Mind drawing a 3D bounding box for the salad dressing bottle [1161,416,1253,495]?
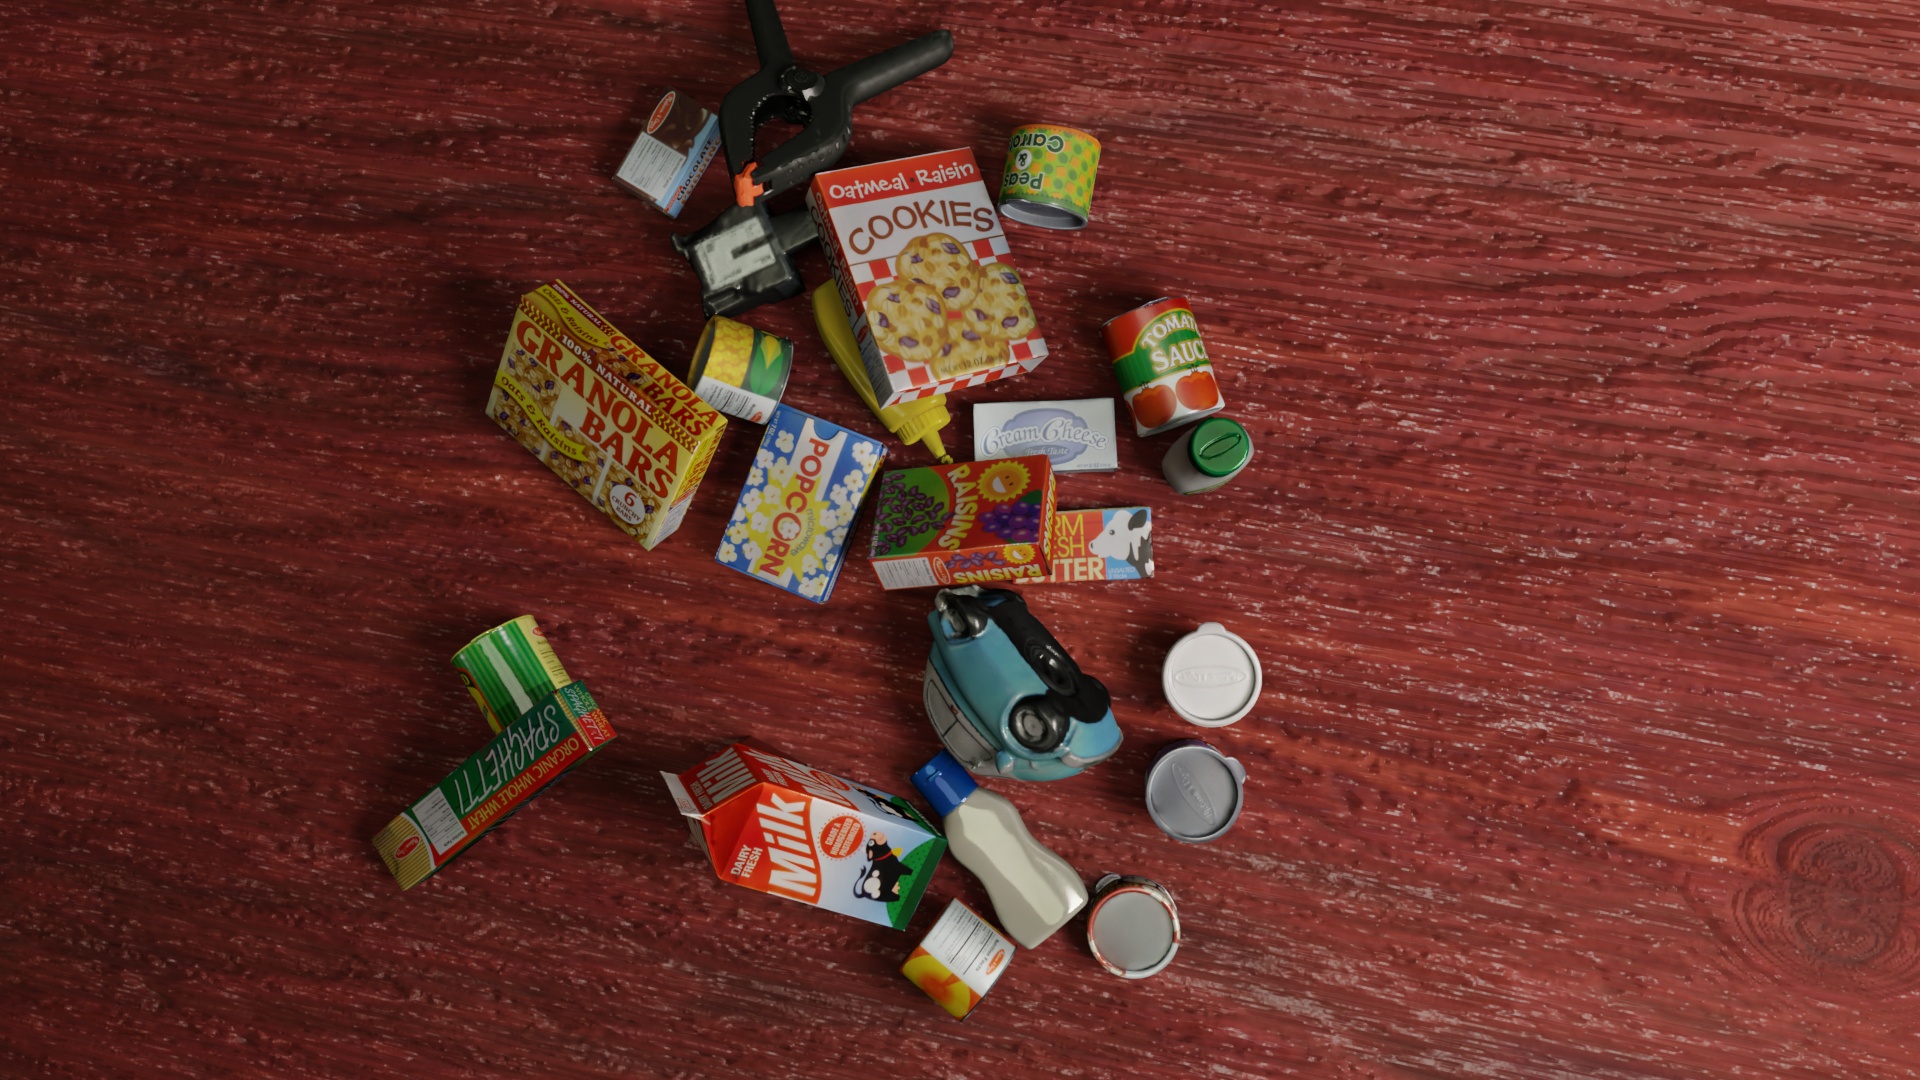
[{"bbox_3d":[0.169,-0.058,0.935,0.064,0.147,0.044,-26,86,5],"label":"salad dressing bottle"}]

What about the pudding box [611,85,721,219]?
[{"bbox_3d":[-0.217,-0.291,1.043,0.050,0.030,0.083,31,92,7],"label":"pudding box"}]

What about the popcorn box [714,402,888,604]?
[{"bbox_3d":[-0.116,-0.027,1.020,0.085,0.038,0.126,22,91,7],"label":"popcorn box"}]

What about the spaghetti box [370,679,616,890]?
[{"bbox_3d":[-0.336,0.178,0.991,0.249,0.029,0.050,-36,85,29],"label":"spaghetti box"}]

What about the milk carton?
[{"bbox_3d":[-0.113,0.198,0.949,0.190,0.072,0.073,25,92,-28],"label":"milk carton"}]

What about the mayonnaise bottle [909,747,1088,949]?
[{"bbox_3d":[0.024,0.217,0.997,0.065,0.041,0.148,-40,84,1],"label":"mayonnaise bottle"}]

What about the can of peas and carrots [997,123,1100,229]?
[{"bbox_3d":[0.062,-0.260,0.992,0.071,0.071,0.058,10,89,6],"label":"can of peas and carrots"}]

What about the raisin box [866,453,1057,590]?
[{"bbox_3d":[0.003,-0.012,0.976,0.123,0.040,0.086,-6,47,15],"label":"raisin box"}]

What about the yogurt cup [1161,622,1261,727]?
[{"bbox_3d":[0.175,0.095,0.977,0.072,0.054,0.072,0,89,6],"label":"yogurt cup"}]

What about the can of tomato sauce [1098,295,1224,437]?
[{"bbox_3d":[0.143,-0.123,0.980,0.071,0.071,0.083,-19,87,5],"label":"can of tomato sauce"}]

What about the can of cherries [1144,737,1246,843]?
[{"bbox_3d":[0.165,0.173,0.974,0.071,0.058,0.071,0,88,7],"label":"can of cherries"}]

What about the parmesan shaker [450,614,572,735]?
[{"bbox_3d":[-0.319,0.115,1.020,0.071,0.071,0.103,-33,85,4],"label":"parmesan shaker"}]

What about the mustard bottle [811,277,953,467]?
[{"bbox_3d":[-0.049,-0.120,1.010,0.065,0.049,0.160,-29,86,-5],"label":"mustard bottle"}]

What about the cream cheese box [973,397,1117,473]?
[{"bbox_3d":[0.061,-0.075,1.010,0.104,0.024,0.053,-2,87,6],"label":"cream cheese box"}]

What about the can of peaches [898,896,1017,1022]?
[{"bbox_3d":[-0.003,0.297,0.985,0.058,0.071,0.071,38,93,6],"label":"can of peaches"}]

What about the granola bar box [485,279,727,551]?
[{"bbox_3d":[-0.257,-0.089,1.004,0.165,0.039,0.123,40,131,6],"label":"granola bar box"}]

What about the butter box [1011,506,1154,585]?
[{"bbox_3d":[0.087,0.004,1.004,0.103,0.024,0.053,-4,87,6],"label":"butter box"}]

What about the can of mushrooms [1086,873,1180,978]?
[{"bbox_3d":[0.121,0.273,0.988,0.071,0.033,0.071,0,89,6],"label":"can of mushrooms"}]

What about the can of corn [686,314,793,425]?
[{"bbox_3d":[-0.160,-0.126,1.005,0.058,0.071,0.071,18,91,-22],"label":"can of corn"}]

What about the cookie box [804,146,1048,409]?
[{"bbox_3d":[-0.025,-0.188,0.984,0.123,0.040,0.167,-16,81,-23],"label":"cookie box"}]
